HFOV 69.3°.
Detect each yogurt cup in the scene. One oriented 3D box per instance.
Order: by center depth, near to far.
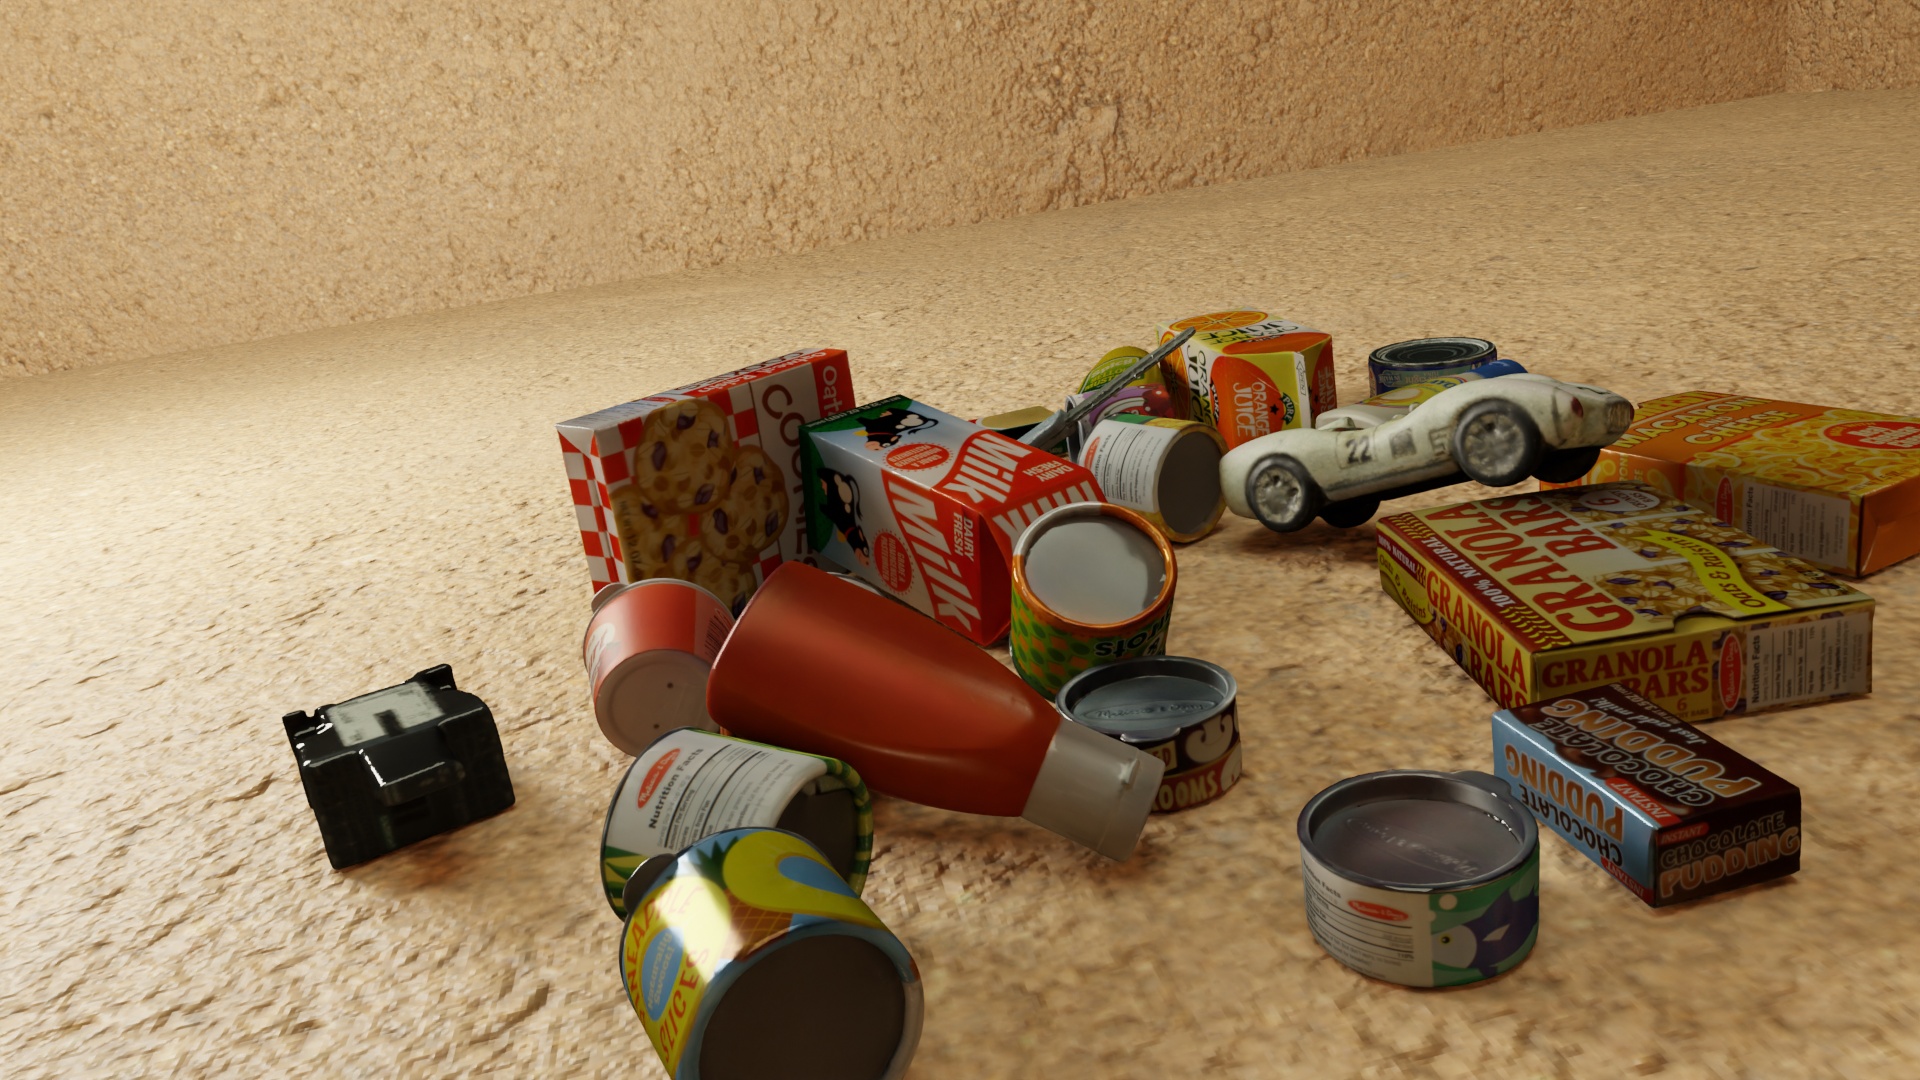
[{"bbox_3d":[-0.127,0.057,0.592,0.072,0.072,0.054,-11,26,-8],"label":"yogurt cup"}]

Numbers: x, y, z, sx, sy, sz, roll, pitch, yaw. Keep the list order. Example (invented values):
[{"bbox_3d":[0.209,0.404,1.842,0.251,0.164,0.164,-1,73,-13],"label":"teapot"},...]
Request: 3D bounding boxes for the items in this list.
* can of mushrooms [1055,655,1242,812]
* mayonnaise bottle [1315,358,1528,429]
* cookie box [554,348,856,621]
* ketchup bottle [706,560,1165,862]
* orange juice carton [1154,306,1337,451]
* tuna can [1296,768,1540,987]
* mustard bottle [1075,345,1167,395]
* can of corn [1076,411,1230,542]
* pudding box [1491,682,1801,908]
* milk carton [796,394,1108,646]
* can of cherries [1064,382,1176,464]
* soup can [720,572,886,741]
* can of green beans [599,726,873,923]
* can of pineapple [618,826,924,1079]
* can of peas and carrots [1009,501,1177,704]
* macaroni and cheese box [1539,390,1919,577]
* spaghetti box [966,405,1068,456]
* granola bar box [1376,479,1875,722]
[{"bbox_3d":[0.069,0.071,0.508,0.071,0.033,0.071,-7,18,2],"label":"can of mushrooms"},{"bbox_3d":[0.288,-0.077,0.847,0.148,0.041,0.065,-20,19,-29],"label":"mayonnaise bottle"},{"bbox_3d":[-0.122,-0.024,0.738,0.040,0.122,0.168,9,25,42],"label":"cookie box"},{"bbox_3d":[-0.007,0.061,0.466,0.149,0.043,0.065,23,50,8],"label":"ketchup bottle"},{"bbox_3d":[0.194,-0.104,0.921,0.073,0.071,0.193,-11,18,-6],"label":"orange juice carton"},{"bbox_3d":[0.134,0.095,0.403,0.071,0.032,0.071,-8,18,3],"label":"tuna can"},{"bbox_3d":[0.114,-0.103,0.971,0.065,0.048,0.161,-15,22,16],"label":"mustard bottle"},{"bbox_3d":[0.108,-0.035,0.763,0.071,0.071,0.058,-22,22,-35],"label":"can of corn"},{"bbox_3d":[0.209,0.077,0.431,0.050,0.030,0.084,-12,18,-8],"label":"pudding box"},{"bbox_3d":[0.002,-0.009,0.691,0.072,0.073,0.191,-22,33,-35],"label":"milk carton"},{"bbox_3d":[0.097,-0.059,0.835,0.058,0.071,0.072,-8,18,-3],"label":"can of cherries"},{"bbox_3d":[-0.057,0.060,0.551,0.071,0.071,0.084,-7,19,3],"label":"soup can"},{"bbox_3d":[-0.068,0.096,0.435,0.058,0.071,0.071,7,23,28],"label":"can of green beans"},{"bbox_3d":[-0.052,0.117,0.366,0.071,0.070,0.058,-17,20,-24],"label":"can of pineapple"},{"bbox_3d":[0.055,0.028,0.566,0.071,0.058,0.071,-1,51,1],"label":"can of peas and carrots"},{"bbox_3d":[0.391,-0.035,0.674,0.124,0.040,0.166,-16,20,-24],"label":"macaroni and cheese box"},{"bbox_3d":[-0.051,-0.051,0.940,0.251,0.028,0.050,-13,18,-14],"label":"spaghetti box"},{"bbox_3d":[0.257,0.021,0.565,0.124,0.039,0.166,-9,18,0],"label":"granola bar box"}]
